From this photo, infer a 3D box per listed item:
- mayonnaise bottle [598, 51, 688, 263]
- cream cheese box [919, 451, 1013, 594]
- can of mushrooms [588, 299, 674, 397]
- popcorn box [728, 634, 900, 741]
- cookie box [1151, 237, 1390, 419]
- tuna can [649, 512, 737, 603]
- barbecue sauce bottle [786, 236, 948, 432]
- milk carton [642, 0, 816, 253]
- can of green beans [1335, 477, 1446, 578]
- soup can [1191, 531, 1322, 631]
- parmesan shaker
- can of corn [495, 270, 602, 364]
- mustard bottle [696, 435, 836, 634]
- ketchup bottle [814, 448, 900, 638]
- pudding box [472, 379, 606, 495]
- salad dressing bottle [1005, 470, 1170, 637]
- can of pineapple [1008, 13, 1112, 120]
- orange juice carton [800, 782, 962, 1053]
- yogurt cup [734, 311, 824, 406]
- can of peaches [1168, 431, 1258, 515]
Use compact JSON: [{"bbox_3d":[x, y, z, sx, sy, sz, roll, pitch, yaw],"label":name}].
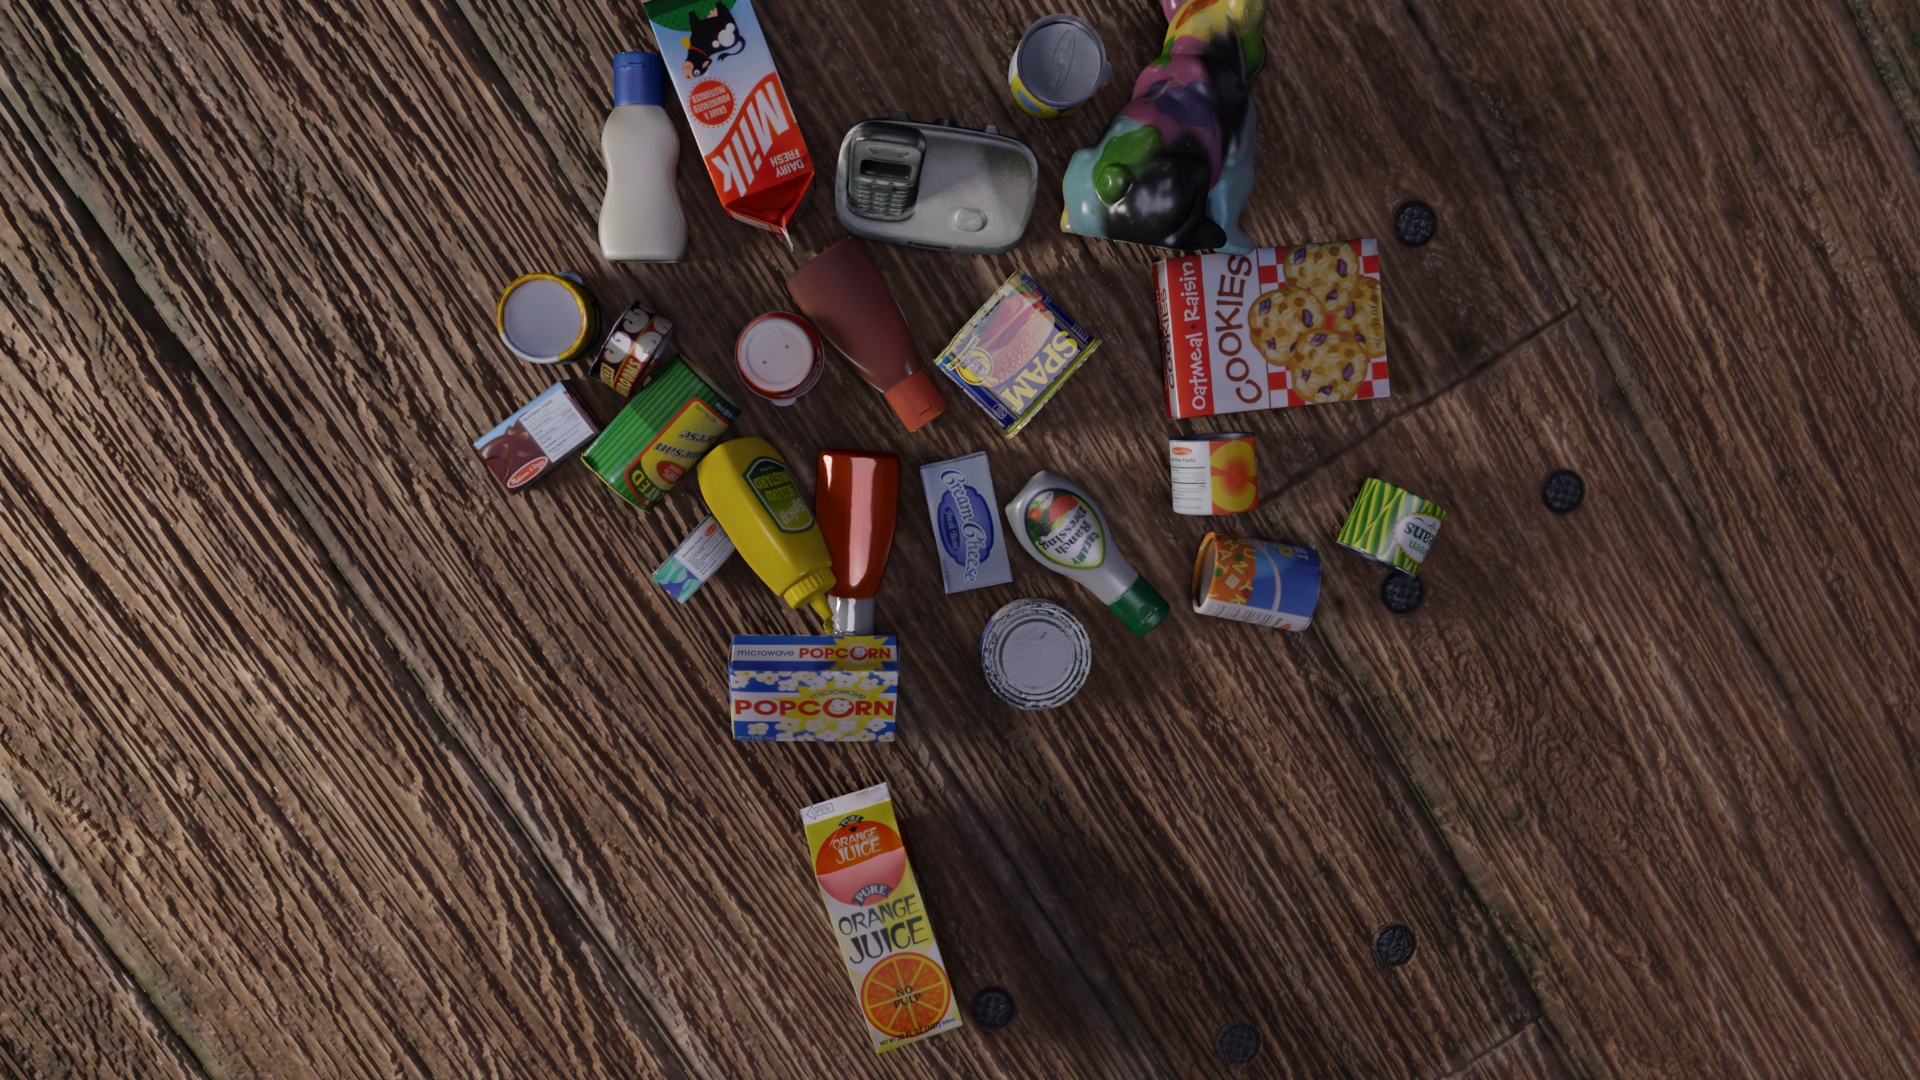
[{"bbox_3d":[-0.234,-0.279,1.020,0.065,0.041,0.148,-1,95,-6],"label":"mayonnaise bottle"},{"bbox_3d":[0.004,-0.013,1.077,0.053,0.024,0.103,-12,97,-4],"label":"cream cheese box"},{"bbox_3d":[-0.241,-0.139,1.020,0.033,0.071,0.071,32,93,-9],"label":"can of mushrooms"},{"bbox_3d":[-0.110,0.112,1.054,0.127,0.038,0.084,1,133,-5],"label":"popcorn box"},{"bbox_3d":[0.238,-0.163,1.071,0.168,0.040,0.122,-6,94,-4],"label":"cookie box"},{"bbox_3d":[-0.200,0.014,1.044,0.033,0.071,0.071,44,92,-9],"label":"tuna can"},{"bbox_3d":[-0.065,-0.152,1.046,0.065,0.044,0.148,-35,98,-1],"label":"barbecue sauce bottle"},{"bbox_3d":[-0.157,-0.301,1.008,0.073,0.072,0.190,-21,98,-2],"label":"milk carton"},{"bbox_3d":[0.336,-0.010,1.083,0.071,0.071,0.057,25,94,-7],"label":"can of green beans"},{"bbox_3d":[0.229,0.029,1.080,0.084,0.071,0.071,11,96,-5],"label":"soup can"},{"bbox_3d":[-0.221,-0.081,1.027,0.071,0.071,0.103,43,92,-8],"label":"parmesan shaker"},{"bbox_3d":[-0.300,-0.164,1.018,0.071,0.058,0.071,-1,97,-5],"label":"can of corn"},{"bbox_3d":[-0.133,-0.001,1.031,0.048,0.065,0.160,-38,81,36],"label":"mustard bottle"},{"bbox_3d":[-0.081,0.005,1.062,0.065,0.043,0.148,4,96,1],"label":"ketchup bottle"},{"bbox_3d":[-0.315,-0.078,1.041,0.084,0.030,0.049,-36,99,0],"label":"pudding box"},{"bbox_3d":[0.100,0.012,1.078,0.064,0.044,0.147,-45,98,0],"label":"salad dressing bottle"},{"bbox_3d":[0.072,-0.348,1.028,0.071,0.058,0.071,-1,97,-4],"label":"can of pineapple"},{"bbox_3d":[-0.062,0.286,1.080,0.072,0.073,0.192,-18,97,-2],"label":"orange juice carton"},{"bbox_3d":[-0.136,-0.138,1.037,0.072,0.054,0.072,0,96,-5],"label":"yogurt cup"},{"bbox_3d":[0.197,-0.052,1.068,0.071,0.071,0.058,-5,97,-4],"label":"can of peaches"}]
